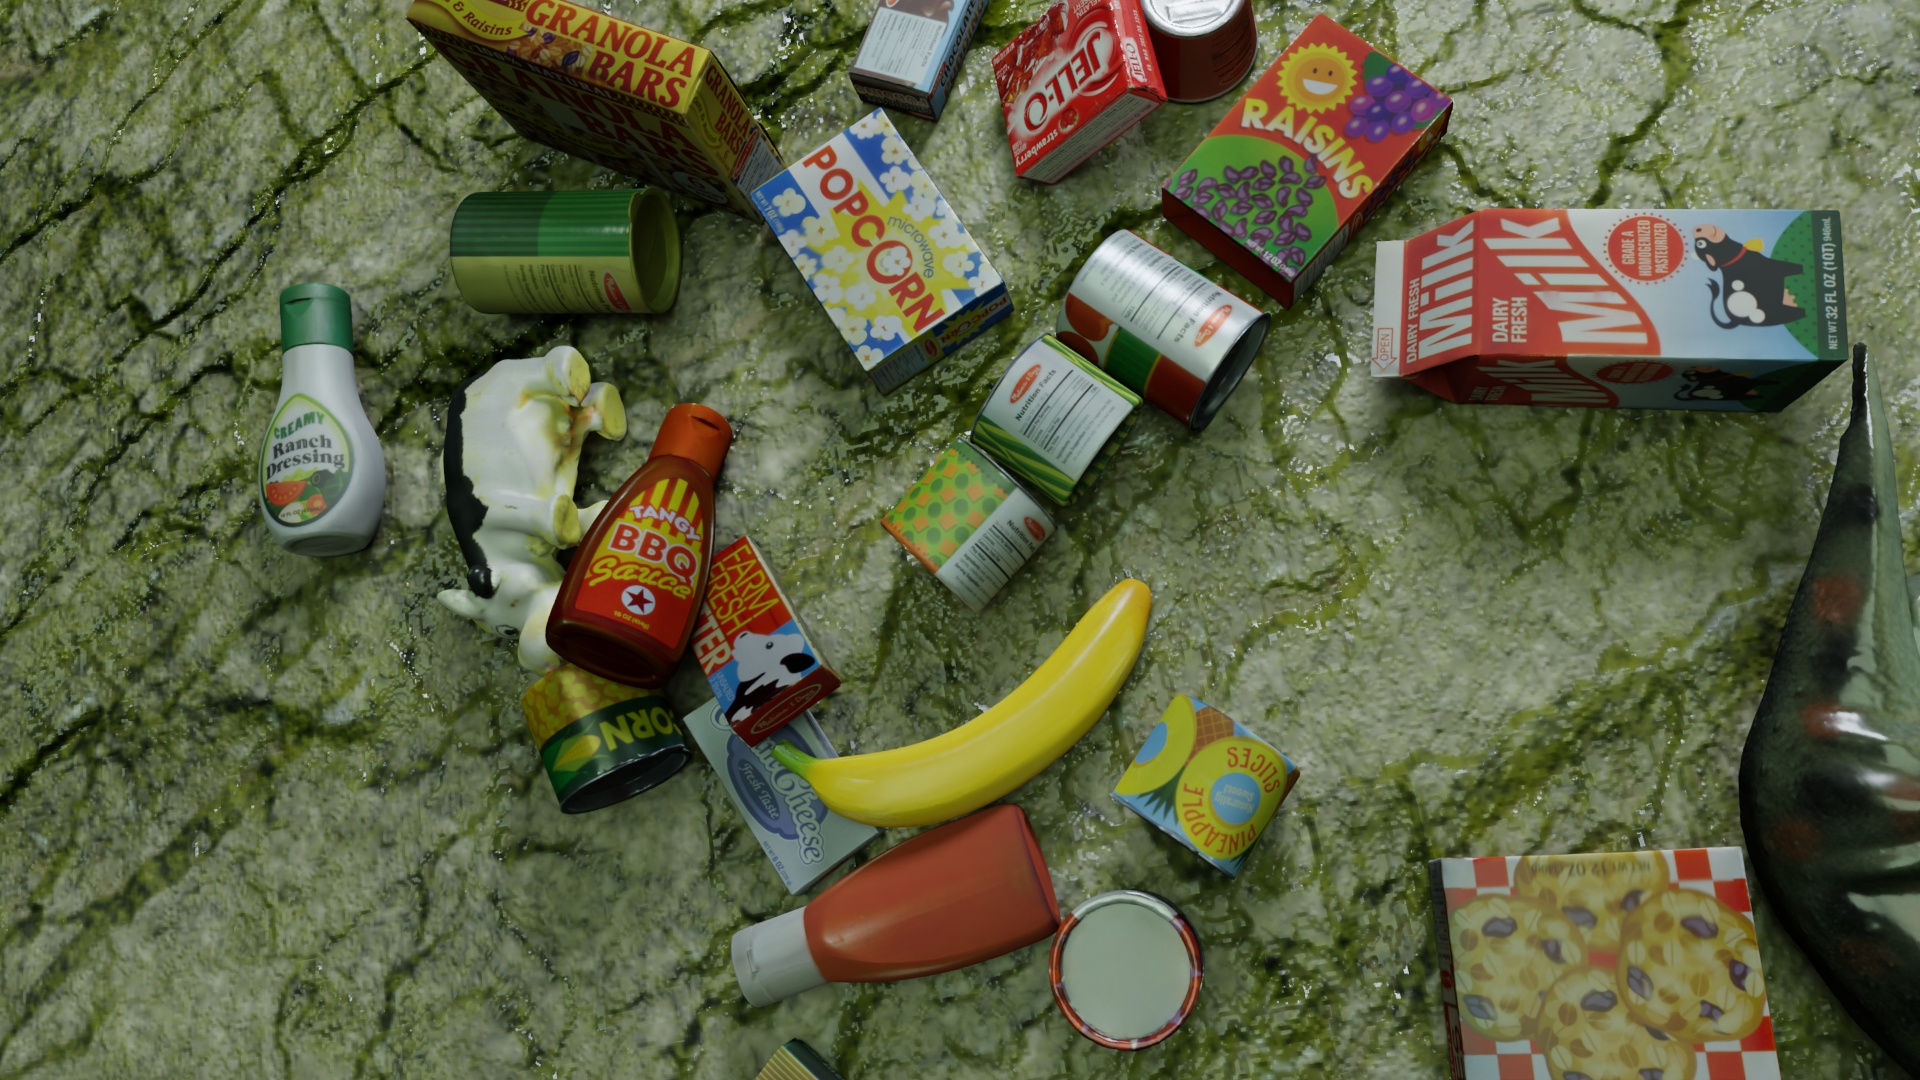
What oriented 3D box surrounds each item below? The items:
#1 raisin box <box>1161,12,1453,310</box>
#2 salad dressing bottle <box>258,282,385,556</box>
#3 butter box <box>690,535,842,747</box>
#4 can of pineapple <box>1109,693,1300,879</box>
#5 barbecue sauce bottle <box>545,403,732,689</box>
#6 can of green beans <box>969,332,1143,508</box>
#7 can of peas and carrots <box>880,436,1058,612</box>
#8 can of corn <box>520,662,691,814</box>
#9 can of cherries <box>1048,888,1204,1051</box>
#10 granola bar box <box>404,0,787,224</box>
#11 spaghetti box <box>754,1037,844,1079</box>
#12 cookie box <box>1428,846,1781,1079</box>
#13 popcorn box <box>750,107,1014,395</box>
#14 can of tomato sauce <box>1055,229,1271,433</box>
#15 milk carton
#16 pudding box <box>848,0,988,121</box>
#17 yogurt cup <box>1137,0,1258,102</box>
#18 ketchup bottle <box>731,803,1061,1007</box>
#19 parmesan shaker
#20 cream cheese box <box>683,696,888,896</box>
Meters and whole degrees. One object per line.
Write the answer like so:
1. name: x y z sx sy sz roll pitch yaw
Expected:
1. raisin box: 0.174 -0.191 0.702 0.086 0.040 0.123 41 87 17
2. salad dressing bottle: -0.350 -0.067 0.760 0.064 0.044 0.148 -11 75 6
3. butter box: -0.103 0.047 0.678 0.053 0.024 0.104 -35 48 -3
4. can of pineapple: 0.110 0.110 0.623 0.071 0.071 0.058 33 84 16
5. barbecue sauce bottle: -0.149 -0.003 0.682 0.065 0.043 0.149 26 50 -17
6. can of green beans: 0.047 -0.058 0.674 0.058 0.071 0.071 36 85 10
7. can of peas and carrots: 0.002 -0.008 0.674 0.071 0.071 0.059 42 87 16
8. can of corn: -0.171 0.091 0.677 0.071 0.071 0.058 -28 73 2
9. can of cherries: 0.075 0.191 0.615 0.071 0.058 0.071 -2 76 9
10. granola bar box: -0.186 -0.234 0.730 0.166 0.124 0.039 23 83 14
11. spaghetti box: 0.000 0.323 0.611 0.250 0.028 0.050 37 86 16
12. cookie box: 0.272 0.217 0.584 0.123 0.040 0.168 -4 75 8
13. popcorn box: -0.042 -0.152 0.730 0.085 0.038 0.127 -33 73 0
14. can of tomato sauce: 0.098 -0.102 0.681 0.083 0.071 0.071 36 85 16
15. milk carton: 0.290 -0.106 0.642 0.190 0.073 0.072 3 78 11
16. pudding box: -0.022 -0.278 0.761 0.050 0.030 0.084 18 80 15
17. yogurt cup: 0.121 -0.271 0.723 0.072 0.054 0.072 -2 77 10
18. ketchup bottle: -0.032 0.175 0.645 0.149 0.043 0.065 -21 66 5
19. parmesan shaker: -0.211 -0.157 0.743 0.103 0.071 0.071 2 77 11
20. cream cheese box: -0.086 0.115 0.679 0.053 0.024 0.104 -36 73 -1
